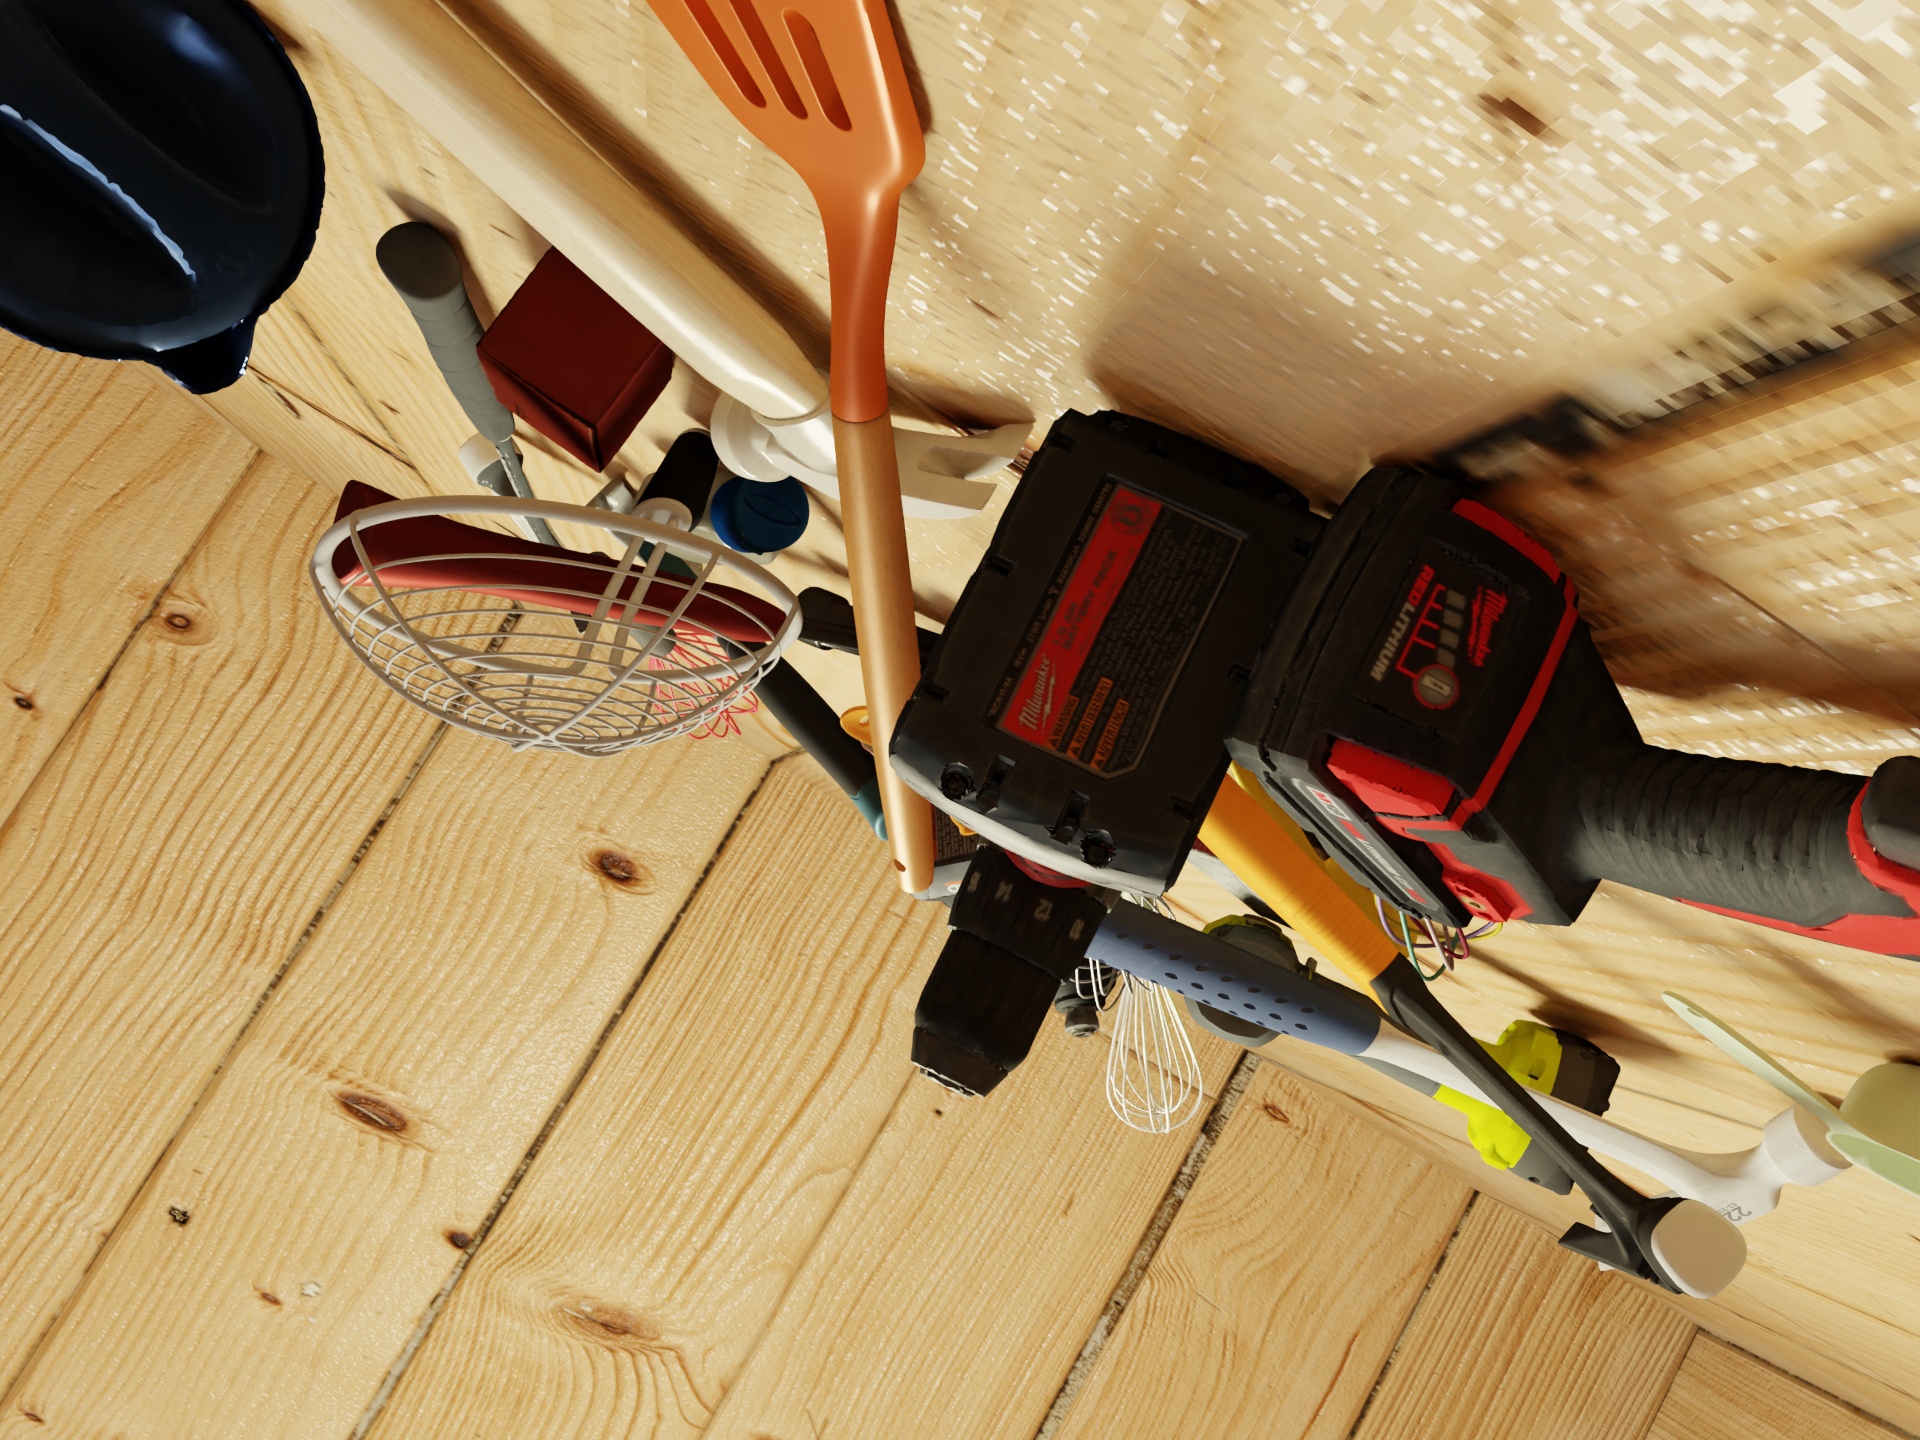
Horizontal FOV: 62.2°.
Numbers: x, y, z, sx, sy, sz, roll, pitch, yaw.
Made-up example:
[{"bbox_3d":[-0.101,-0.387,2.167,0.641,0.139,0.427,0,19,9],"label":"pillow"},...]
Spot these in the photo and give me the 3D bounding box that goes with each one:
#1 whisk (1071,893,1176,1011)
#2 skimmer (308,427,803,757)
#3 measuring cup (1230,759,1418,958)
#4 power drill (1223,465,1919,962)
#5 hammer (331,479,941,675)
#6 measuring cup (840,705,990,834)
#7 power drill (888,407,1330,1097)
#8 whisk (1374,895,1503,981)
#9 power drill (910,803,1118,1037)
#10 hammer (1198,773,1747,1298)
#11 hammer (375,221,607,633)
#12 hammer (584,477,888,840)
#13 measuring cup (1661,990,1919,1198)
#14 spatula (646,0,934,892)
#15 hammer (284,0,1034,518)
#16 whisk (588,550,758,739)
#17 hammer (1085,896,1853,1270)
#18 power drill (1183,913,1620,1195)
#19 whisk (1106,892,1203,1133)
[{"bbox_3d":[0.063,0.067,0.767,0.070,0.070,0.284,27,159,27],"label":"whisk"},{"bbox_3d":[-0.110,-0.080,0.547,0.127,0.090,0.363,4,-157,-4],"label":"skimmer"},{"bbox_3d":[0.166,0.056,0.721,0.029,0.062,0.156,-15,128,35],"label":"measuring cup"},{"bbox_3d":[0.173,0.018,0.325,0.220,0.078,0.143,19,166,44],"label":"power drill"},{"bbox_3d":[-0.110,-0.047,0.689,0.149,0.036,0.358,22,-173,31],"label":"hammer"},{"bbox_3d":[-0.001,-0.002,0.708,0.173,0.095,0.052,18,-142,-50],"label":"measuring cup"},{"bbox_3d":[0.032,0.025,0.497,0.080,0.188,0.226,25,167,8],"label":"power drill"},{"bbox_3d":[0.169,0.047,0.632,0.047,0.051,0.244,32,171,39],"label":"whisk"},{"bbox_3d":[0.040,0.087,0.933,0.084,0.164,0.226,-13,153,18],"label":"power drill"},{"bbox_3d":[0.162,0.093,0.653,0.337,0.034,0.127,46,174,9],"label":"hammer"},{"bbox_3d":[-0.245,-0.150,0.842,0.149,0.036,0.409,56,168,3],"label":"hammer"},{"bbox_3d":[-0.121,-0.040,0.910,0.331,0.033,0.128,44,178,37],"label":"hammer"},{"bbox_3d":[0.329,0.131,0.580,0.167,0.038,0.083,34,172,-7],"label":"measuring cup"},{"bbox_3d":[-0.031,-0.058,0.419,0.081,0.041,0.322,27,142,29],"label":"spatula"},{"bbox_3d":[-0.144,-0.180,0.410,0.146,0.038,0.410,20,166,49],"label":"hammer"},{"bbox_3d":[-0.191,-0.046,1.031,0.073,0.073,0.295,29,169,14],"label":"whisk"},{"bbox_3d":[0.195,0.154,0.739,0.405,0.035,0.144,23,135,-7],"label":"hammer"},{"bbox_3d":[0.237,0.175,0.907,0.228,0.080,0.190,22,-179,11],"label":"power drill"},{"bbox_3d":[0.108,0.139,0.937,0.059,0.246,0.058,-6,-159,4],"label":"whisk"}]
